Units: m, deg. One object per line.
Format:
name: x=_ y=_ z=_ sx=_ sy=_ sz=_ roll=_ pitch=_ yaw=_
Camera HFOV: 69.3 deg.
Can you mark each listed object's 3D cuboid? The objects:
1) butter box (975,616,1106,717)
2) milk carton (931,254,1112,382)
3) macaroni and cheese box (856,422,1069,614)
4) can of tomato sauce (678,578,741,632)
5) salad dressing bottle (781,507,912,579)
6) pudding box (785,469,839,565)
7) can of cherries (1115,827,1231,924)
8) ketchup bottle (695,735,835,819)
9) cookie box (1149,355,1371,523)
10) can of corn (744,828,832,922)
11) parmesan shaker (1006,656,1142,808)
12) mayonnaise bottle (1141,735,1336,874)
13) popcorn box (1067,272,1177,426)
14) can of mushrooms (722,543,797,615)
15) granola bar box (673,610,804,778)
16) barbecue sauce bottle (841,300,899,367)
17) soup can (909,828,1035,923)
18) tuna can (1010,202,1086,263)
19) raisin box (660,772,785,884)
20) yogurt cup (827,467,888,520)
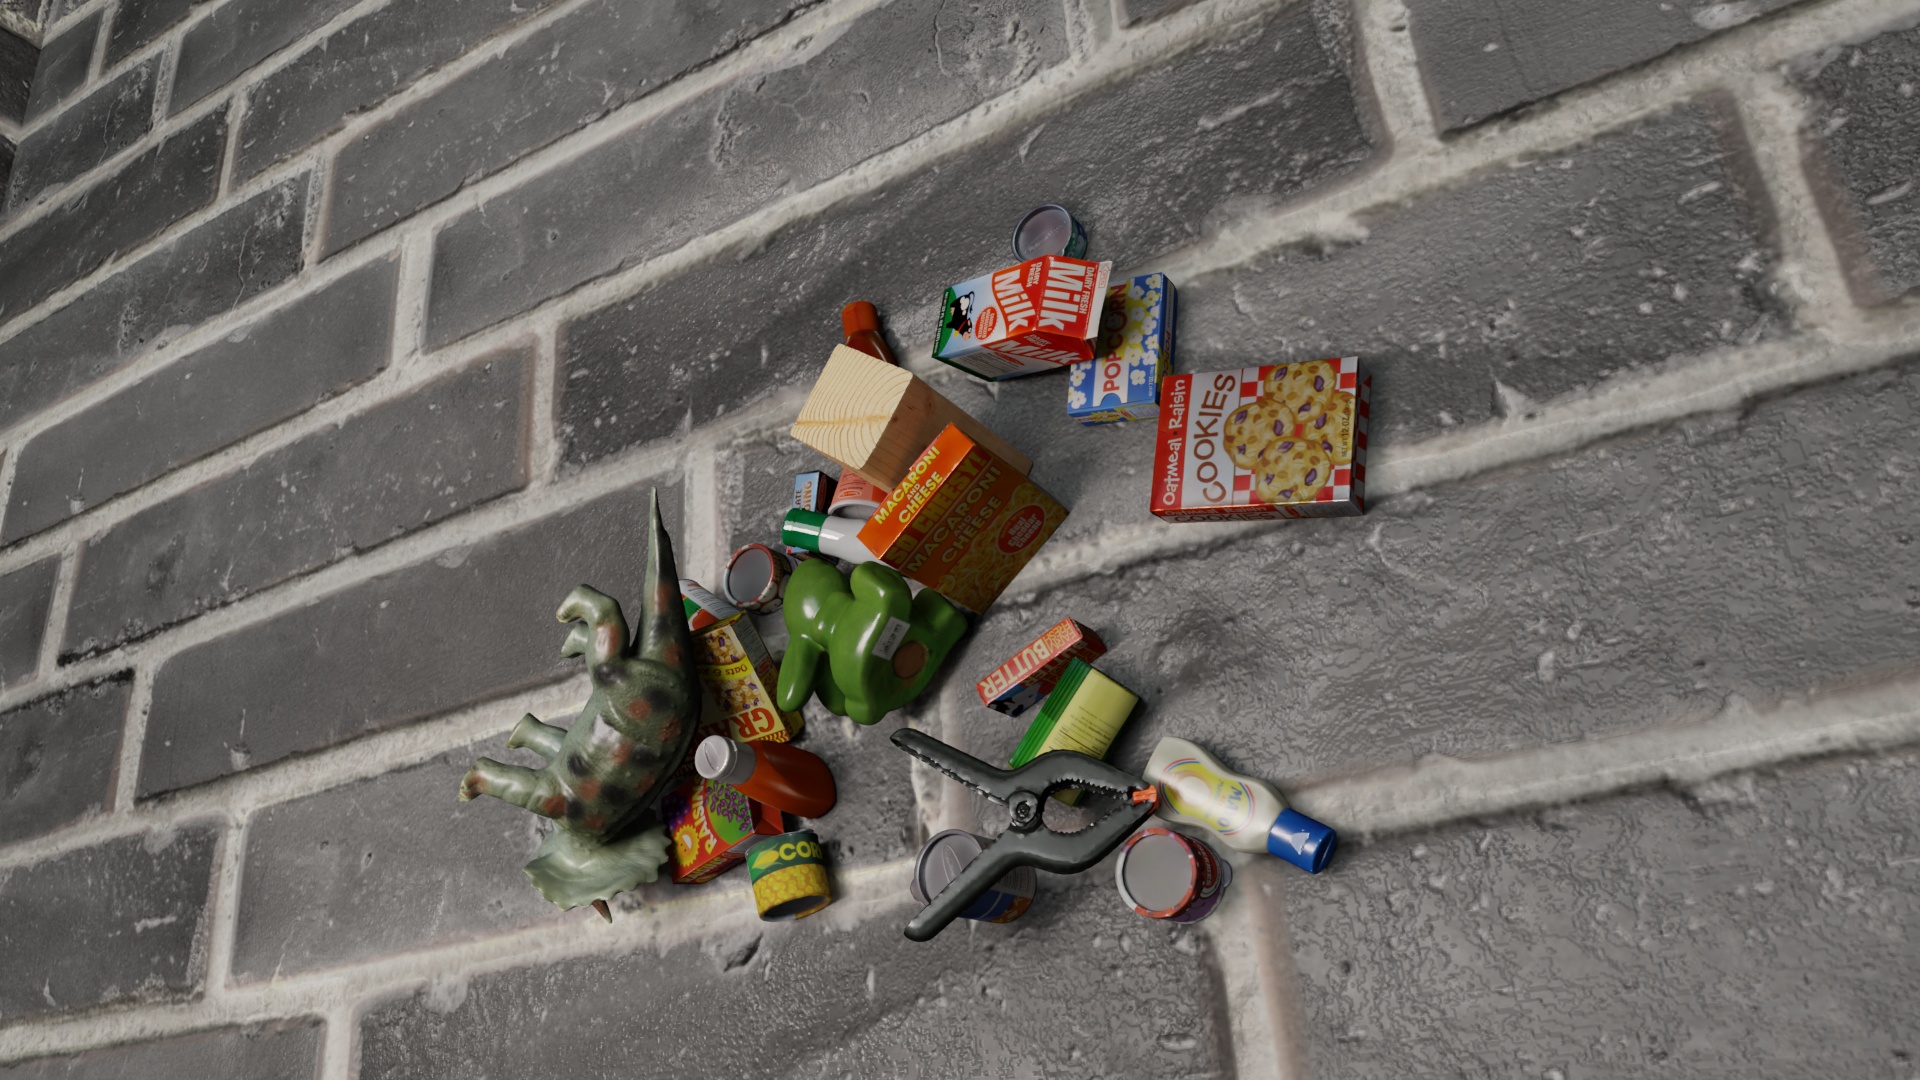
butter box: x=0.067 y=0.106 z=1.160 sx=0.103 sy=0.053 sz=0.024 roll=-38 pitch=58 yaw=15
milk carton: x=0.063 y=-0.197 z=1.230 sx=0.190 sy=0.073 sz=0.072 roll=-4 pitch=71 yaw=53
macaroni and cheese box: x=0.004 y=-0.015 z=1.176 sx=0.123 sy=0.166 sz=0.040 roll=-50 pitch=53 yaw=6
can of tomato sauce: x=-0.254 y=0.086 z=1.362 sx=0.083 sy=0.071 sz=0.071 roll=28 pitch=88 yaw=36
salad dressing bottle: x=-0.089 y=0.003 z=1.272 sx=0.148 sy=0.064 sz=0.044 roll=13 pitch=94 yaw=14
pudding box: x=-0.139 y=-0.020 z=1.340 sx=0.030 sy=0.049 sz=0.084 roll=-4 pitch=70 yaw=29
can of cherries: x=0.160 y=0.251 z=1.043 sx=0.071 sy=0.058 sz=0.072 roll=-12 pitch=66 yaw=29
ketchup bottle: x=-0.170 y=0.202 z=1.213 sx=0.043 sy=0.148 sz=0.065 roll=-39 pitch=56 yaw=12
cookie box: x=0.242 y=-0.080 z=1.130 sx=0.167 sy=0.040 sz=0.123 roll=-2 pitch=71 yaw=32
can of corn: x=-0.148 y=0.293 z=1.214 sx=0.071 sy=0.071 sz=0.058 roll=-30 pitch=60 yaw=20
parmesan shaker: x=0.095 y=0.155 z=1.119 sx=0.071 sy=0.071 sz=0.103 roll=32 pitch=90 yaw=36
mayonnaise bottle: x=0.207 y=0.201 z=1.042 sx=0.148 sy=0.041 sz=0.065 roll=22 pitch=86 yaw=37
popcorn box: x=0.144 y=-0.168 z=1.228 sx=0.085 sy=0.038 sz=0.127 roll=-5 pitch=69 yaw=30
can of mushrooms: x=-0.198 y=0.037 z=1.366 sx=0.071 sy=0.033 sz=0.071 roll=-12 pitch=65 yaw=29
granola bar box: x=-0.245 y=0.150 z=1.308 sx=0.165 sy=0.039 sz=0.124 roll=-21 pitch=101 yaw=24
barbecue sauce bottle: x=-0.090 y=-0.168 z=1.371 sx=0.064 sy=0.043 sz=0.149 roll=-24 pitch=60 yaw=22
soup can: x=0.011 y=0.271 z=1.113 sx=0.071 sy=0.083 sz=0.071 roll=-12 pitch=66 yaw=28
tuna can: x=0.085 y=-0.280 z=1.311 sx=0.071 sy=0.033 sz=0.071 roll=-12 pitch=66 yaw=28
raisin box: x=-0.221 y=0.254 z=1.278 sx=0.123 sy=0.040 sz=0.086 roll=-35 pitch=57 yaw=31
yogurt cup: x=-0.087 y=-0.042 z=1.309 sx=0.072 sy=0.072 sz=0.054 roll=-8 pitch=60 yaw=30
